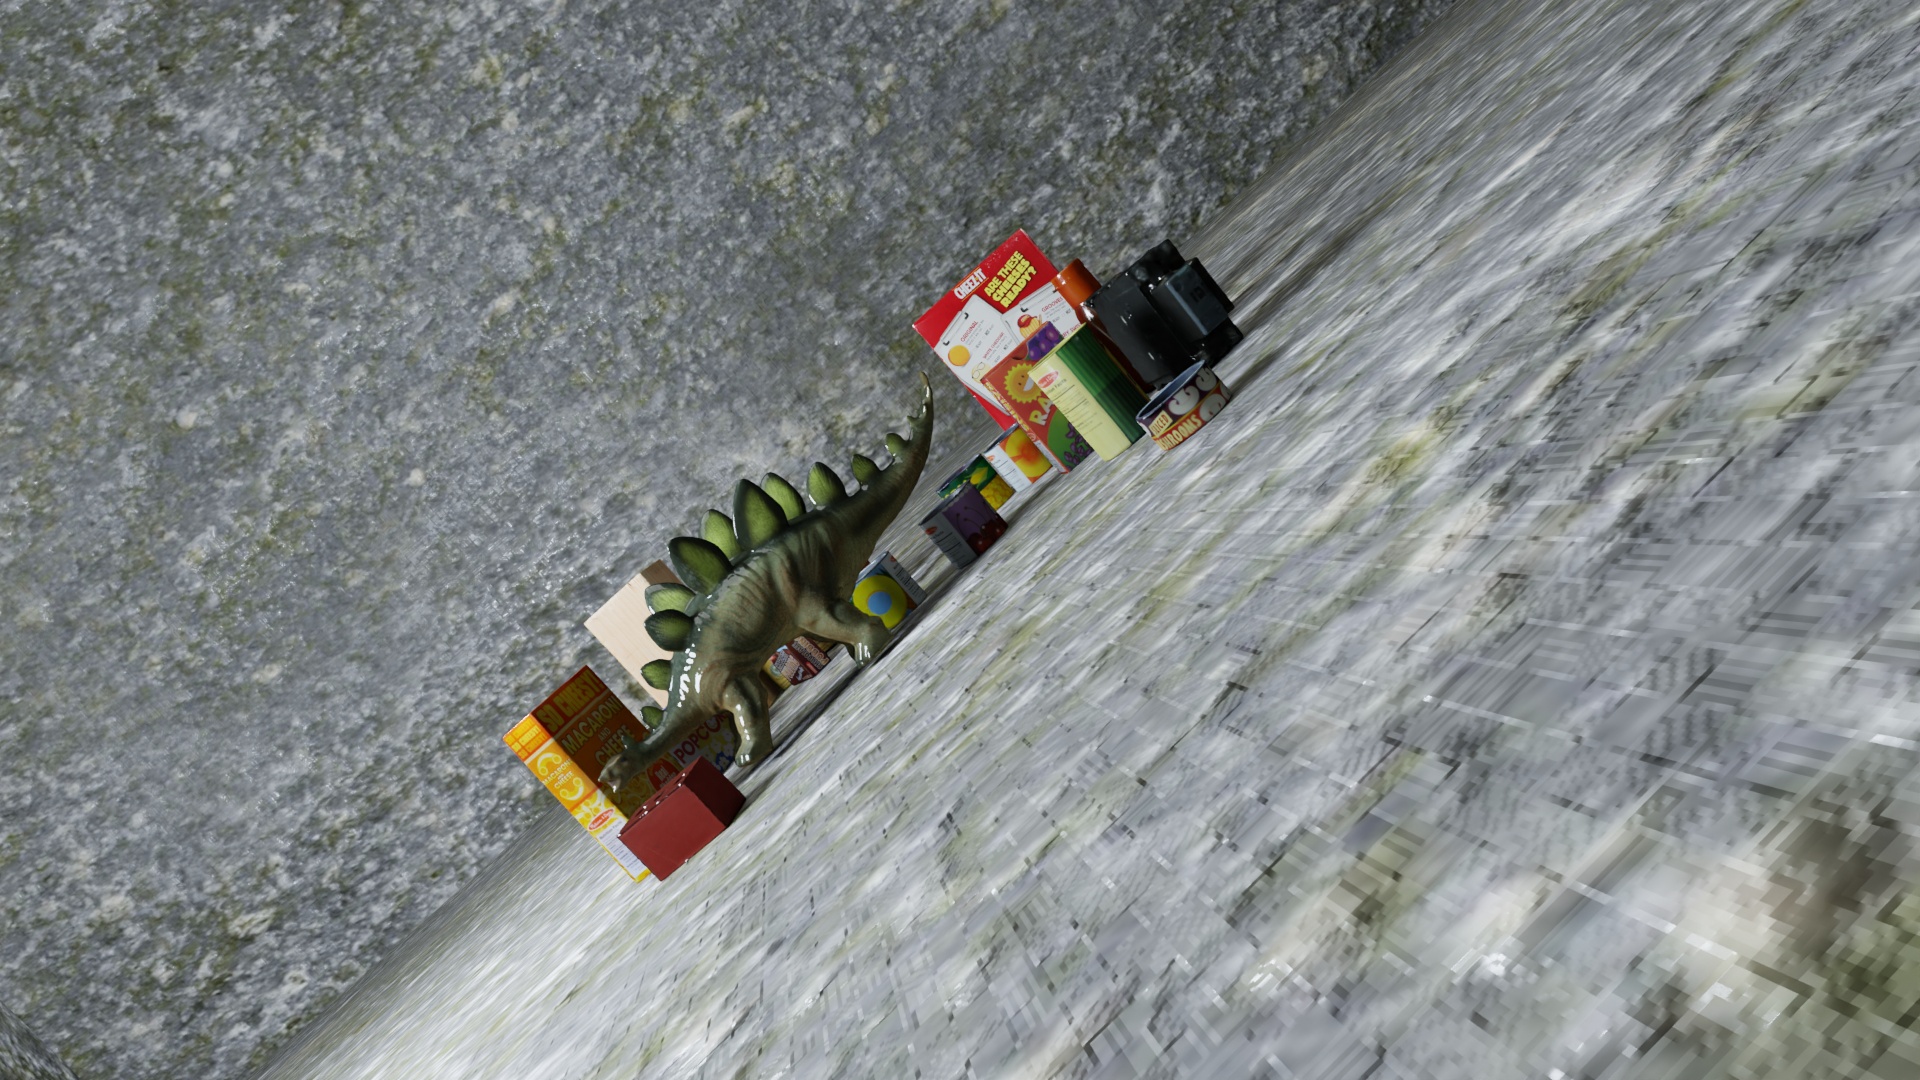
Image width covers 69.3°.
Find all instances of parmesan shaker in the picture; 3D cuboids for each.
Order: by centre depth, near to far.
[{"bbox_3d":[0.115,-0.126,1.195,0.071,0.103,0.071,-41,5,5],"label":"parmesan shaker"}]

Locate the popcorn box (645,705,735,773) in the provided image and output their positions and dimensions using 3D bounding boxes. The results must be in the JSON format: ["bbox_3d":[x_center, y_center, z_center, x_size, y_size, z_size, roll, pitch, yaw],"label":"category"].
[{"bbox_3d":[-0.266,0.198,1.372,0.038,0.085,0.127,-38,6,30],"label":"popcorn box"}]

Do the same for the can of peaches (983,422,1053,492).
[{"bbox_3d":[0.069,-0.095,1.491,0.071,0.058,0.071,-41,6,5],"label":"can of peaches"}]

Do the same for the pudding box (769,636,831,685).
[{"bbox_3d":[-0.176,0.126,1.500,0.030,0.049,0.083,-44,6,-25],"label":"pudding box"}]

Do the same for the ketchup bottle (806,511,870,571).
[{"bbox_3d":[-0.133,0.027,1.458,0.065,0.148,0.043,-45,7,-35],"label":"ketchup bottle"}]

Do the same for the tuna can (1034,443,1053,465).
[{"bbox_3d":[0.112,-0.109,1.437,0.071,0.033,0.071,-41,6,5],"label":"tuna can"}]

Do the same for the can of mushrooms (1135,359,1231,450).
[{"bbox_3d":[0.162,-0.097,1.014,0.071,0.033,0.071,-41,6,5],"label":"can of mushrooms"}]

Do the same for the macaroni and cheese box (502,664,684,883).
[{"bbox_3d":[-0.303,0.199,1.203,0.040,0.166,0.124,-40,6,15],"label":"macaroni and cheese box"}]

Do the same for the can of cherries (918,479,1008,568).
[{"bbox_3d":[0.005,-0.017,1.326,0.071,0.058,0.071,-41,6,5],"label":"can of cherries"}]

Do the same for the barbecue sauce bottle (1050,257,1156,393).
[{"bbox_3d":[0.151,-0.214,1.386,0.043,0.148,0.065,-42,5,-1],"label":"barbecue sauce bottle"}]

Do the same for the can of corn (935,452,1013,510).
[{"bbox_3d":[0.015,-0.053,1.532,0.071,0.058,0.071,-41,6,5],"label":"can of corn"}]

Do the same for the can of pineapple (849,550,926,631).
[{"bbox_3d":[-0.077,0.054,1.344,0.071,0.058,0.071,-41,6,5],"label":"can of pineapple"}]

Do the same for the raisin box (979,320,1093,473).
[{"bbox_3d":[0.090,-0.137,1.336,0.086,0.123,0.040,-42,5,-5],"label":"raisin box"}]
